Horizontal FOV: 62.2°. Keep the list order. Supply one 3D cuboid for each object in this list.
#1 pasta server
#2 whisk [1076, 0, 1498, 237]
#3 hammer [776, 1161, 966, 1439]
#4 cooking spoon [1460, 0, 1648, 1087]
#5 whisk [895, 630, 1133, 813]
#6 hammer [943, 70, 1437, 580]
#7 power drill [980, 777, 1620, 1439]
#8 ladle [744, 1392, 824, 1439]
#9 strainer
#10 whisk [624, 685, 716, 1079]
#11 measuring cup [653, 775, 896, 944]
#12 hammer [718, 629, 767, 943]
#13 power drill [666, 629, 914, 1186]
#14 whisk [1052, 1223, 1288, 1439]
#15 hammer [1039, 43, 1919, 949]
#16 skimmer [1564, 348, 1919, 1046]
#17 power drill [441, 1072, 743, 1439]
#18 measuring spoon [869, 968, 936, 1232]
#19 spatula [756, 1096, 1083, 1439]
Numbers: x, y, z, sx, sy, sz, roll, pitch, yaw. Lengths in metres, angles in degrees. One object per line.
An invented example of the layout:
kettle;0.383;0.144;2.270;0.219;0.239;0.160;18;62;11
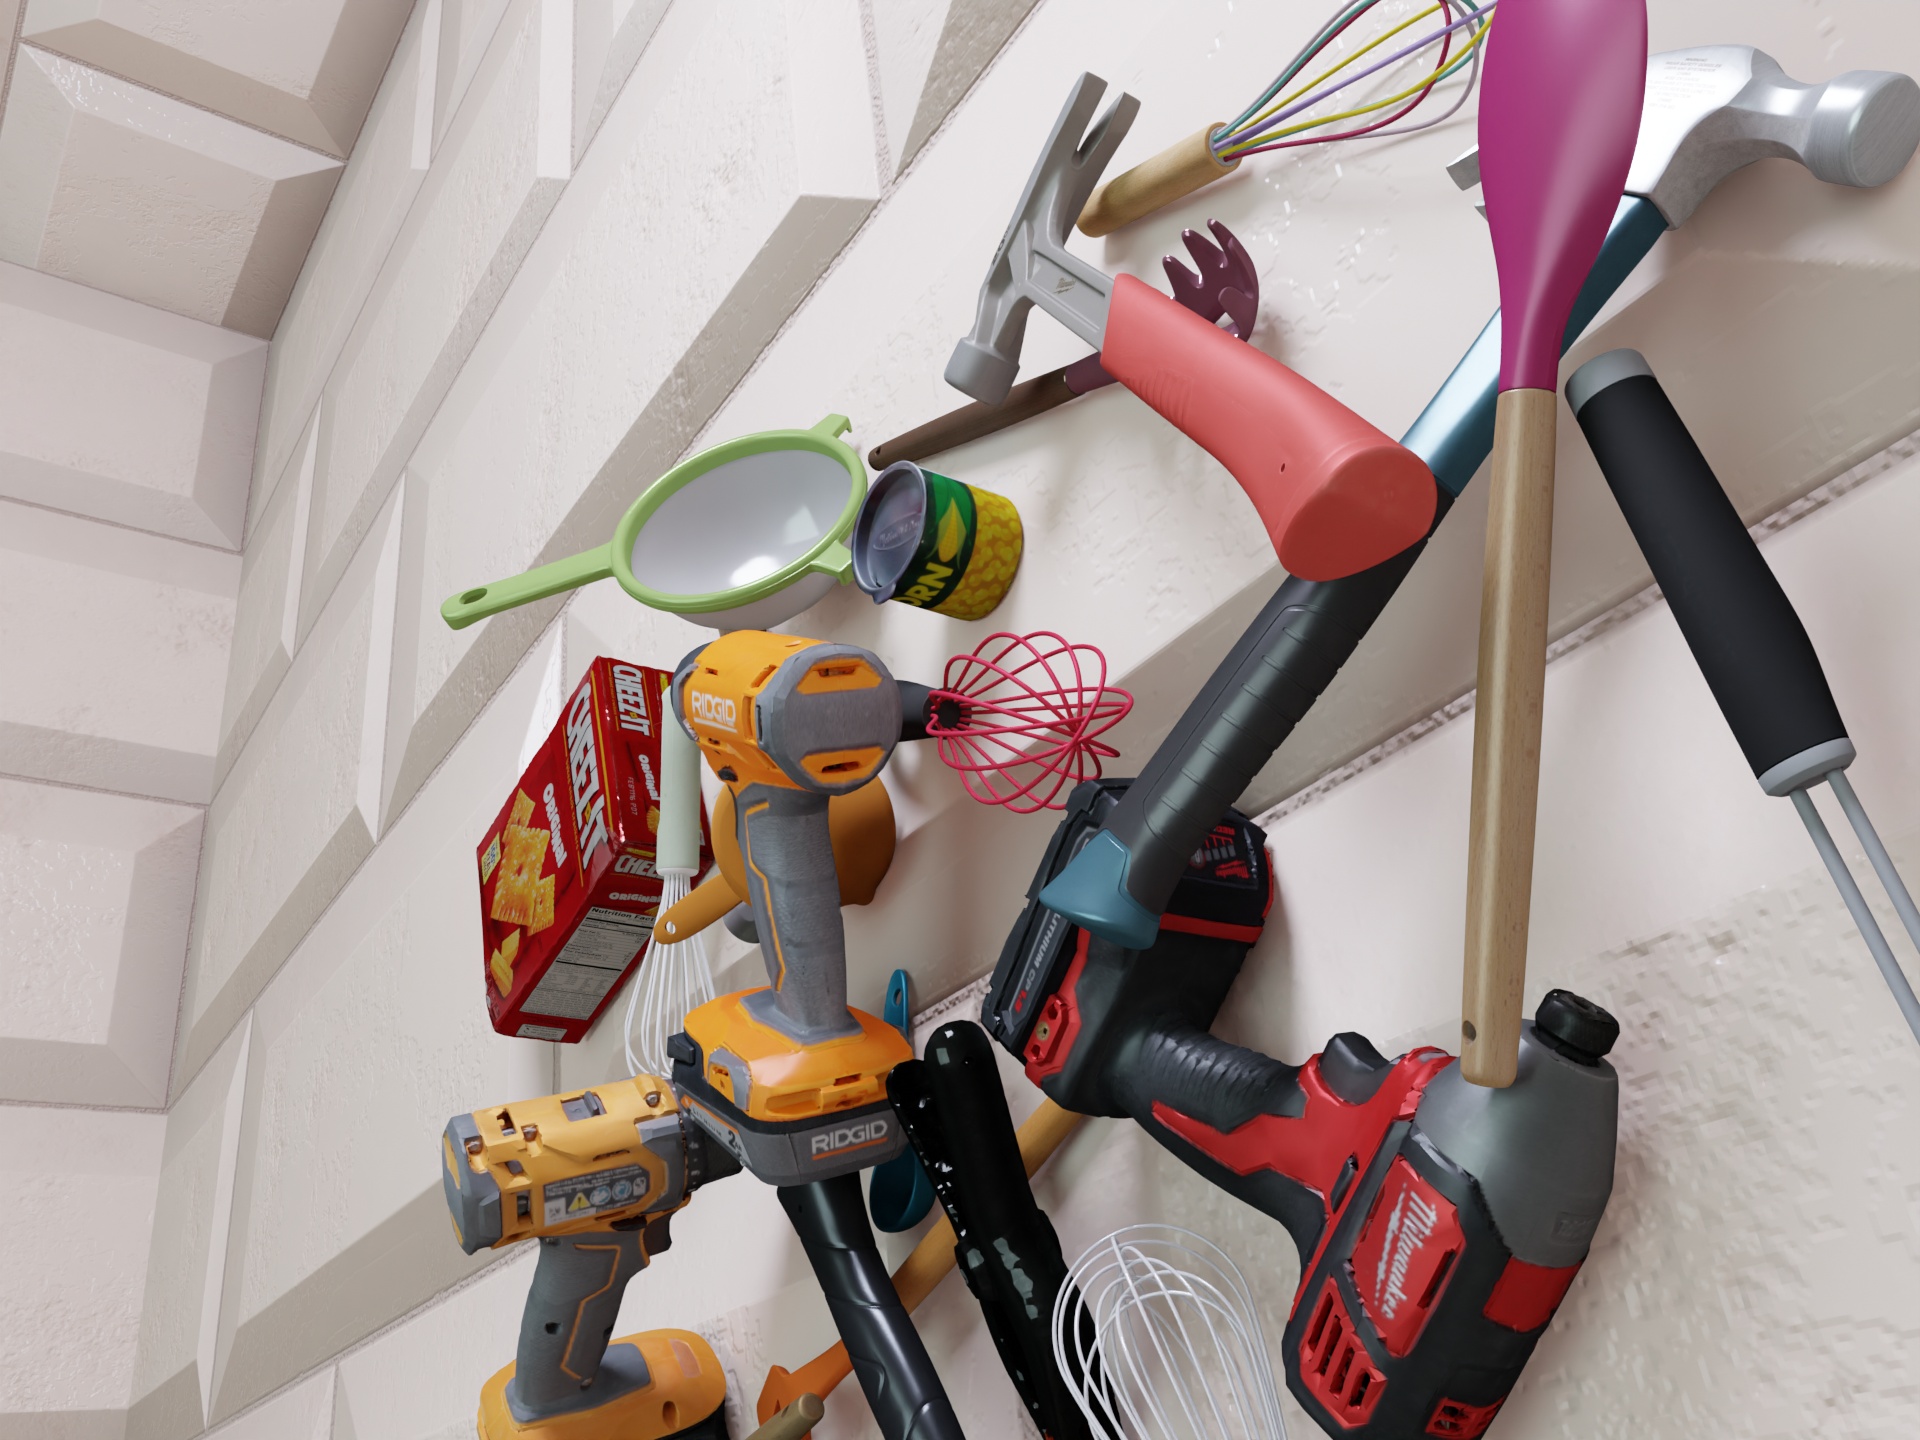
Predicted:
pasta server;0.033;-0.158;0.753;0.316;0.040;0.060;-7;67;57
whisk;0.119;-0.240;0.648;0.245;0.051;0.047;-4;81;59
hammer;0.015;0.326;0.575;0.149;0.036;0.409;-62;40;25
cooking spoon;0.151;-0.062;0.427;0.069;0.017;0.319;177;98;-72
whisk;-0.001;-0.002;0.688;0.296;0.073;0.073;-175;97;-73
hammer;0.075;-0.145;0.578;0.149;0.036;0.359;-63;24;18
power drill;0.106;0.109;0.512;0.220;0.078;0.143;40;112;51
ladle;-0.137;0.404;0.774;0.320;0.062;0.078;-51;7;34
strainer;-0.165;-0.079;0.905;0.256;0.069;0.152;-16;43;8
whisk;-0.167;0.097;0.934;0.059;0.057;0.246;-5;75;13
measuring cup;-0.113;0.078;0.818;0.173;0.052;0.095;-35;80;26
hammer;-0.125;-0.036;0.954;0.130;0.031;0.332;-53;39;33
power drill;-0.086;0.072;0.715;0.164;0.084;0.226;13;107;58
whisk;0.103;0.282;0.474;0.070;0.070;0.285;-54;44;31
hammer;0.135;-0.063;0.493;0.331;0.033;0.128;-54;36;6
skimmer;0.196;0.063;0.339;0.127;0.090;0.364;-41;56;44
power drill;-0.157;0.278;0.795;0.084;0.185;0.226;37;128;55
measuring spoon;-0.023;0.176;0.742;0.042;0.021;0.129;-44;36;42
spatula;-0.019;0.252;0.698;0.322;0.041;0.081;-54;40;24
